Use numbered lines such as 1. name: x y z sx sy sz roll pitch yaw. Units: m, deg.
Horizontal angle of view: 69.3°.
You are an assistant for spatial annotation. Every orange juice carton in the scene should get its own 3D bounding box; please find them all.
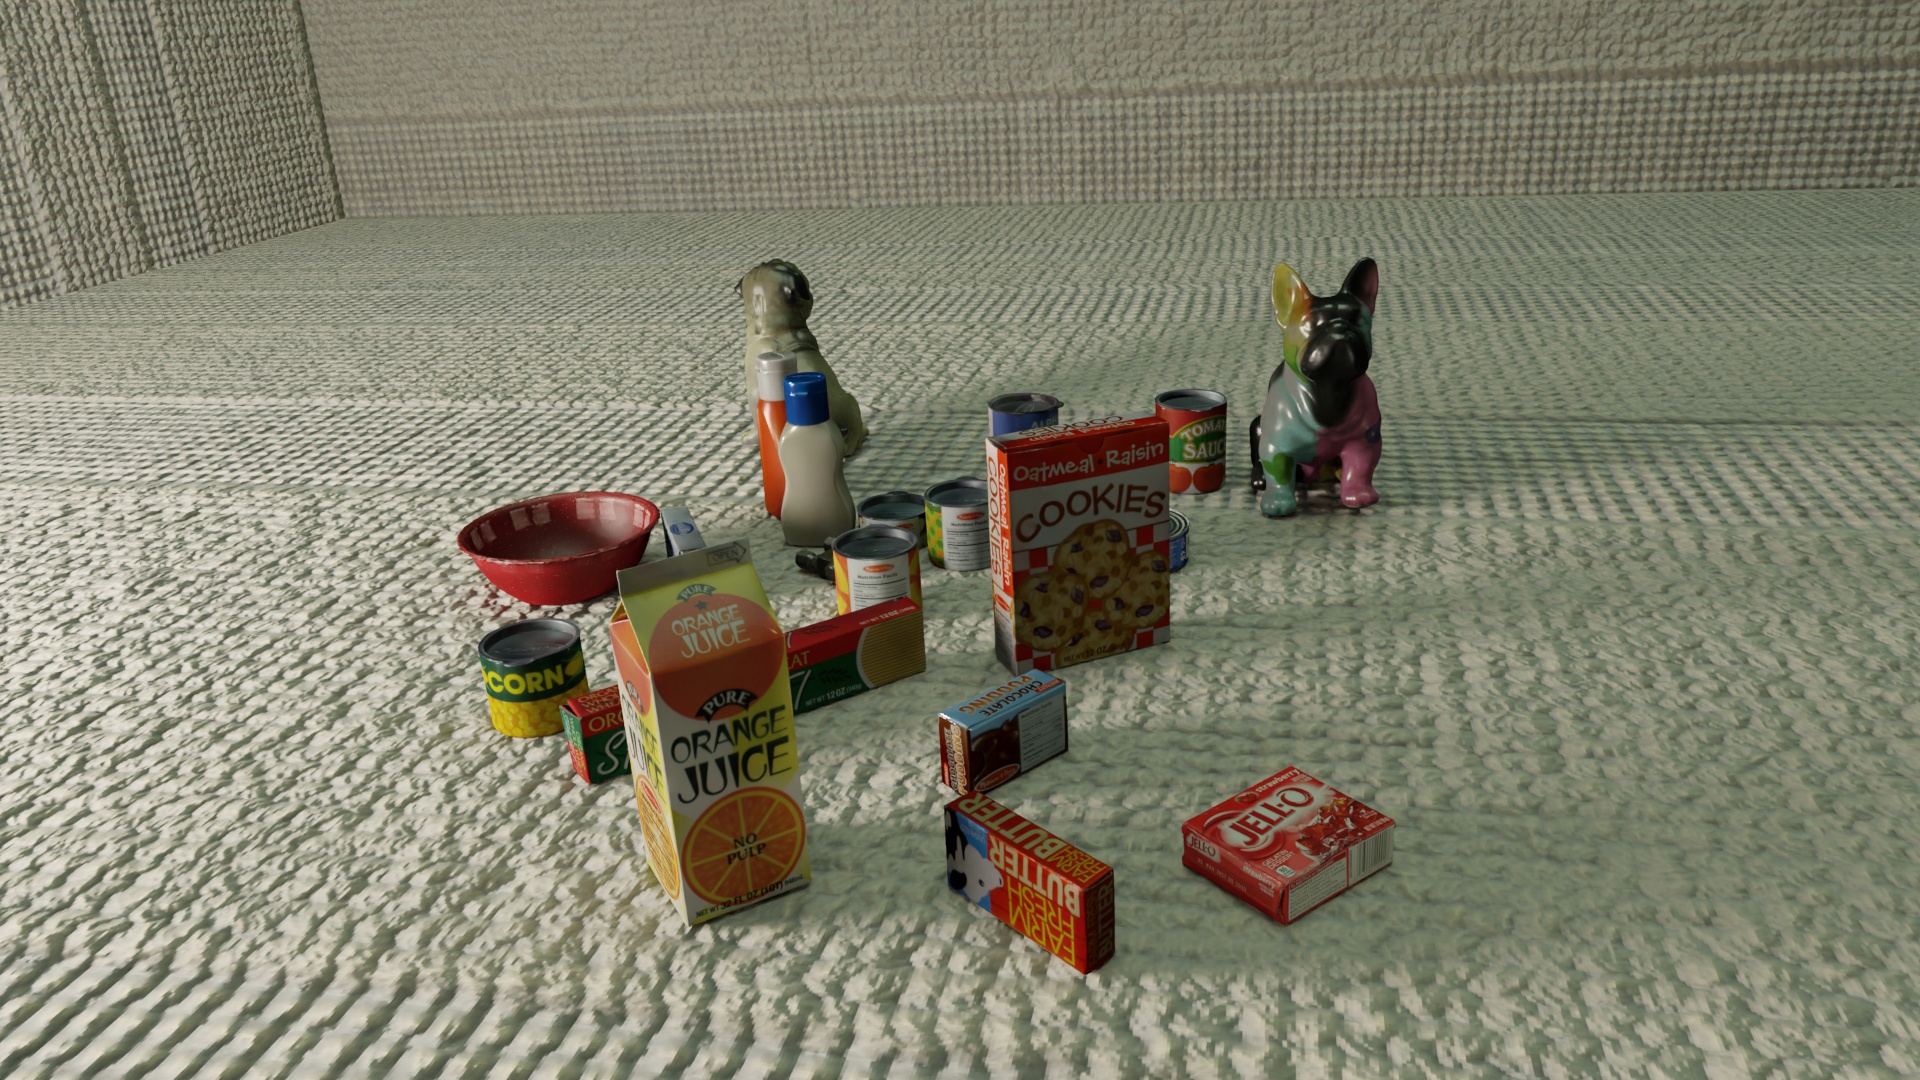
1. orange juice carton: -0.133 0.095 0.726 0.072 0.191 0.073 -15 24 -27

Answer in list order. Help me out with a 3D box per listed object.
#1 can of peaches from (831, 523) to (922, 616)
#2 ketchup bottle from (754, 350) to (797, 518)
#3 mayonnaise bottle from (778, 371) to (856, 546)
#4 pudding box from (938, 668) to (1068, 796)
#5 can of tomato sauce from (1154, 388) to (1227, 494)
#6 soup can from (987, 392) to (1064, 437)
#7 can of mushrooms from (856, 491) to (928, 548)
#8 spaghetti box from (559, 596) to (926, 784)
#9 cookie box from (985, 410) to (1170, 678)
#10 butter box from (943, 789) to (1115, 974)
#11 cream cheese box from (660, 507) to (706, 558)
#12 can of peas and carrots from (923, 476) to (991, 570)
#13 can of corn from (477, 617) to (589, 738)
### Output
1. can of peaches: -0.063 0.026 1.065 0.071 0.057 0.071 -3 22 1
2. ketchup bottle: -0.161 -0.096 1.262 0.044 0.148 0.065 -13 24 -24
3. mayonnaise bottle: -0.126 -0.069 1.191 0.065 0.147 0.041 -1 22 5
4. pudding box: 0.027 0.116 0.842 0.084 0.049 0.030 -21 28 -37
5. can of tomato sauce: 0.214 -0.091 1.286 0.071 0.082 0.071 -3 22 1
6. soup can: 0.063 -0.090 1.302 0.071 0.083 0.071 -3 22 1
7. can of mushrooms: -0.056 -0.016 1.203 0.071 0.033 0.071 -3 22 1
8. spaghetti box: -0.135 0.095 0.915 0.251 0.050 0.029 -16 25 -30
9. cookie box: 0.084 0.002 0.961 0.123 0.166 0.040 -11 23 -20
10. butter box: 0.034 0.171 0.700 0.024 0.053 0.103 -20 28 -37
11. cream cheese box: -0.221 0.014 1.124 0.024 0.053 0.104 -10 23 -17
12. can of peas and carrots: 0.004 -0.015 1.157 0.071 0.058 0.071 -3 22 1
13. can of corn: -0.285 0.093 0.931 0.071 0.058 0.071 -3 22 1
